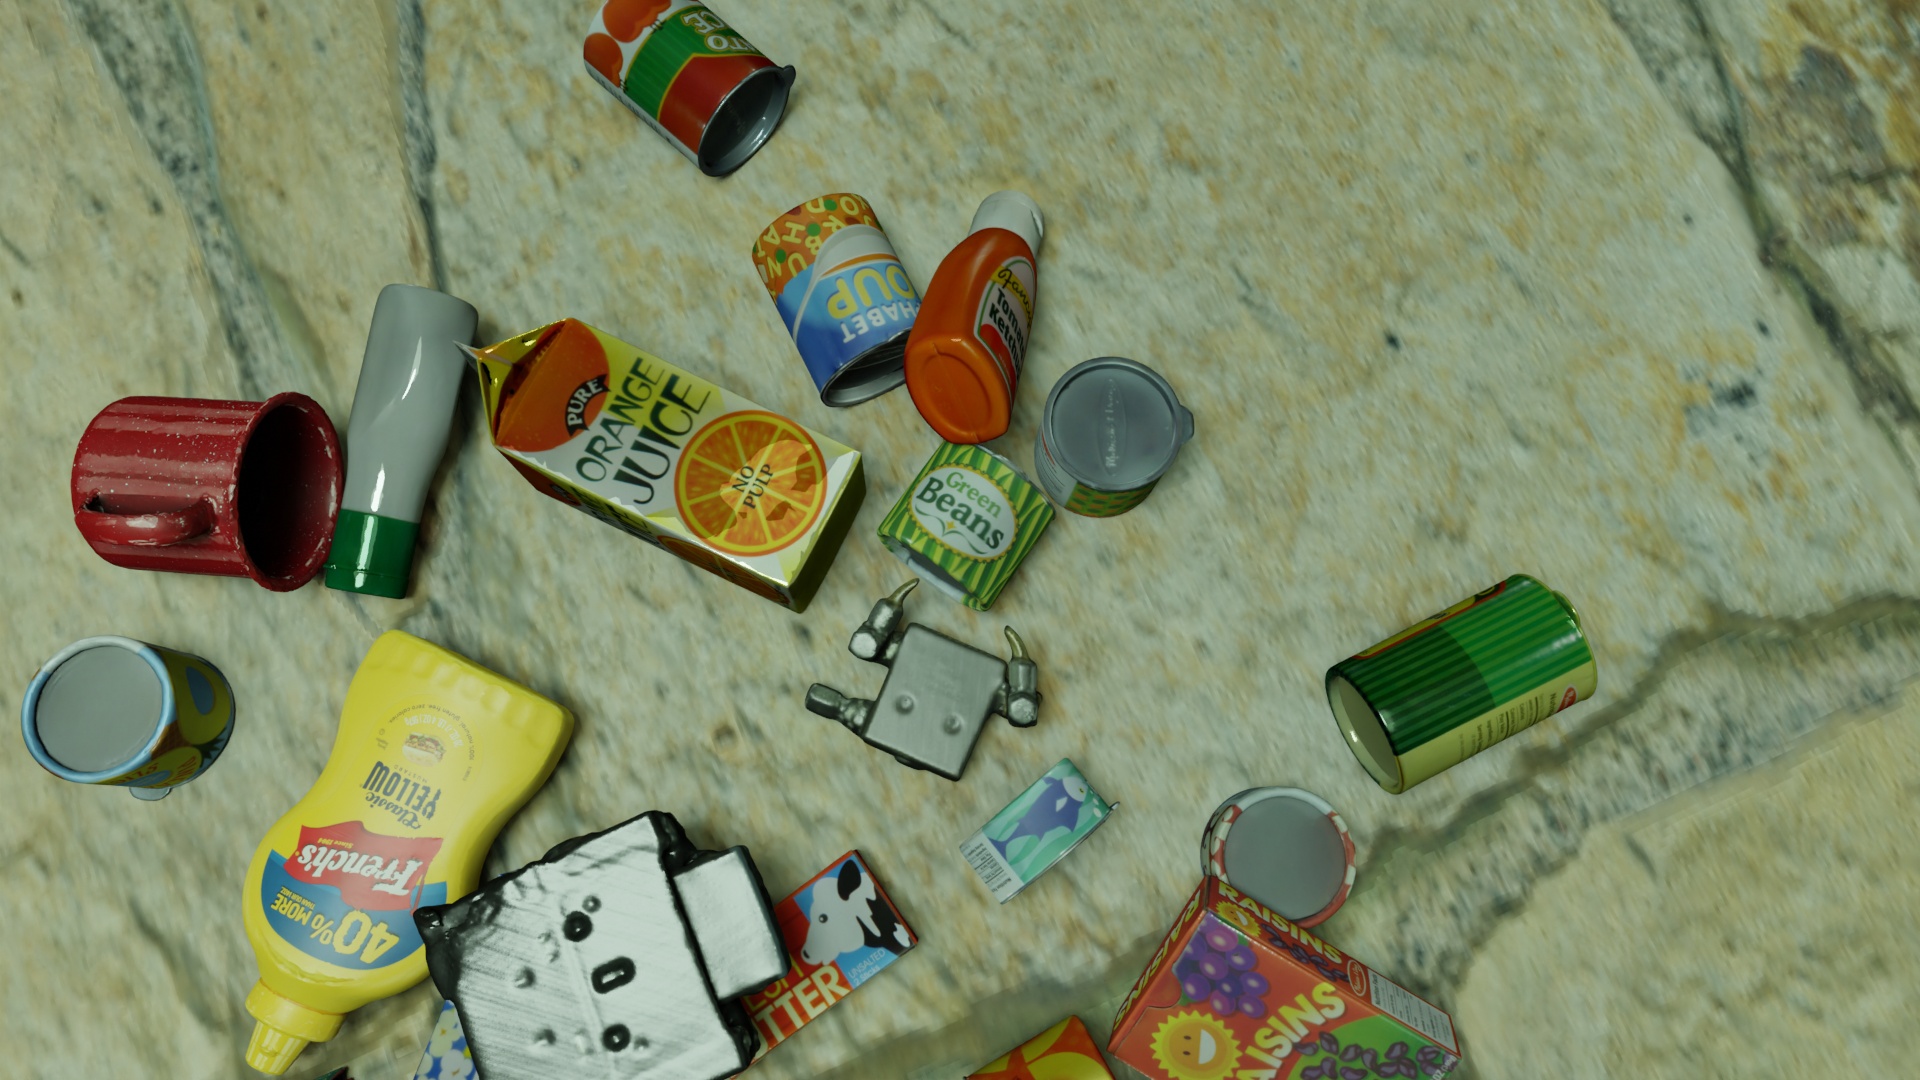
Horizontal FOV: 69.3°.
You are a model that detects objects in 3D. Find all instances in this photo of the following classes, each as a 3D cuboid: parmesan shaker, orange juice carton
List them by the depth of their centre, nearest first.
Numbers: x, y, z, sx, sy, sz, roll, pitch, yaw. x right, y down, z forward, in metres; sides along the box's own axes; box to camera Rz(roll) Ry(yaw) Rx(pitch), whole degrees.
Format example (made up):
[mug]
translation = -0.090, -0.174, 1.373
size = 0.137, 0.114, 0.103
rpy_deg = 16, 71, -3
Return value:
[parmesan shaker]
translation = 0.231, 0.065, 0.647
size = 0.103, 0.071, 0.071
rpy_deg = -25, 79, -7
[orange juice carton]
translation = -0.147, -0.042, 0.660
size = 0.193, 0.071, 0.073
rpy_deg = 25, 77, 4

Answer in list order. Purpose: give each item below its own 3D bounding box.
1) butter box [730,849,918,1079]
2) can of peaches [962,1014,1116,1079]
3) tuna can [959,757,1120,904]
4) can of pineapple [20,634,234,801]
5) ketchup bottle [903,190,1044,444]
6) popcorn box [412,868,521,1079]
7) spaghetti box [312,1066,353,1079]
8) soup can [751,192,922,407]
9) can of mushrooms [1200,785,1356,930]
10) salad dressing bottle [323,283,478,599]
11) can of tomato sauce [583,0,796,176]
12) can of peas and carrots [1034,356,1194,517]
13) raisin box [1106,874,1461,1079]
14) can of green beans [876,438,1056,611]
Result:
[butter box]
translation = -0.076, 0.192, 0.632
size = 0.104, 0.024, 0.053
rpy_deg = -34, 81, -9
[can of peaches]
translation = 0.042, 0.248, 0.598
size = 0.058, 0.071, 0.071
rpy_deg = -27, 79, -8
[tuna can]
translation = 0.036, 0.129, 0.629
size = 0.071, 0.071, 0.033
rpy_deg = -38, 81, -9
[can of pineapple]
translation = -0.377, 0.081, 0.631
size = 0.071, 0.057, 0.071
rpy_deg = 0, 77, -2
[ketchup bottle]
translation = 0.011, -0.114, 0.663
size = 0.043, 0.064, 0.149
rpy_deg = -8, 41, 22
[popcorn box]
translation = -0.186, 0.220, 0.614
size = 0.085, 0.038, 0.127
rpy_deg = 19, 77, 2
[spaghetti box]
translation = -0.255, 0.356, 0.586
size = 0.050, 0.028, 0.250
rpy_deg = -19, 78, -7
[soup can]
translation = -0.055, -0.119, 0.681
size = 0.071, 0.071, 0.084
rpy_deg = -26, 79, -7
[can of mushrooms]
translation = 0.147, 0.149, 0.644
size = 0.071, 0.033, 0.071
rpy_deg = 1, 77, -2
[salad dressing bottle]
translation = -0.270, -0.047, 0.667
size = 0.044, 0.064, 0.147
rpy_deg = 16, 81, -43
[can of tomato sauce]
translation = -0.138, -0.239, 0.709
size = 0.083, 0.071, 0.071
rpy_deg = 41, 79, 8
[can of peas and carrots]
translation = 0.073, -0.049, 0.675
size = 0.071, 0.058, 0.071
rpy_deg = 1, 77, -2
[raisin box]
translation = 0.139, 0.217, 0.608
size = 0.123, 0.040, 0.086
rpy_deg = 30, 107, 5
[can of green beans]
translation = 0.002, -0.008, 0.659
size = 0.071, 0.071, 0.058
rpy_deg = 35, 79, 6
